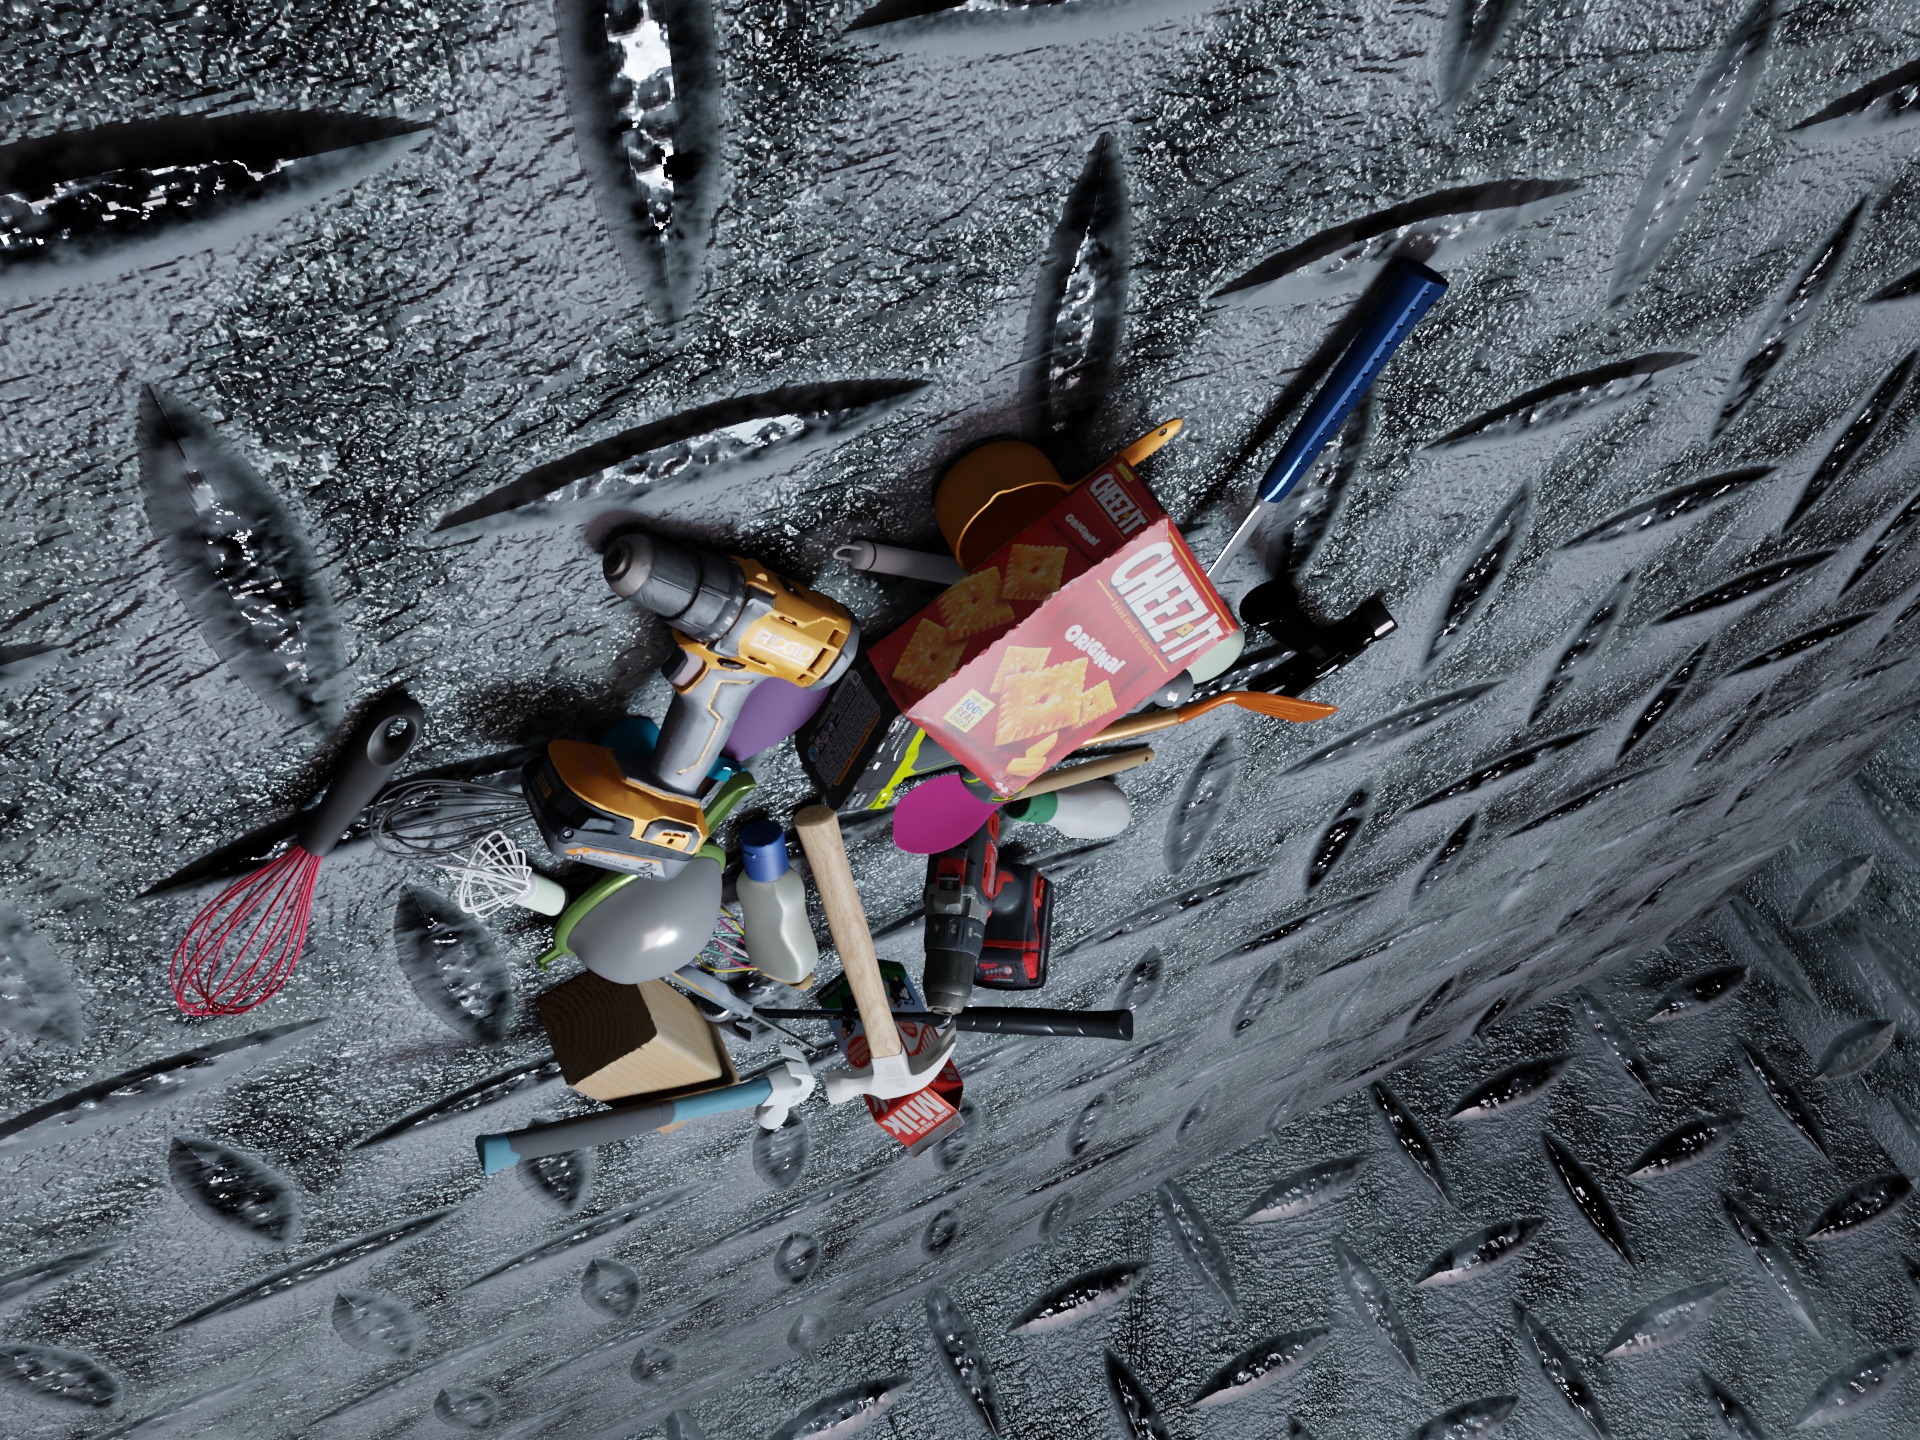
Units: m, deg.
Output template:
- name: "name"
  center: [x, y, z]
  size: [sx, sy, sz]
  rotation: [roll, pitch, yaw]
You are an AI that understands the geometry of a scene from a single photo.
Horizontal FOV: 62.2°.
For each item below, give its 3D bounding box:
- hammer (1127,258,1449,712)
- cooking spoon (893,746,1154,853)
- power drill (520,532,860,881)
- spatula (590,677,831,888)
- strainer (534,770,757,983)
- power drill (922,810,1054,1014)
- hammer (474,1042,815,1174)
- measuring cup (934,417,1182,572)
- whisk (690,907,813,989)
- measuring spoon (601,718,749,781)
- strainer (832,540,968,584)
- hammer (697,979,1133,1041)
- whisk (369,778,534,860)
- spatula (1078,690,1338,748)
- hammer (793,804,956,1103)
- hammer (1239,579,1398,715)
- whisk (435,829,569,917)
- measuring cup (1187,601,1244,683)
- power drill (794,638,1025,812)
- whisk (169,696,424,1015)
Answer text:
- name: "hammer"
  center: [0.220, -0.157, 1.177]
  size: [0.144, 0.035, 0.405]
  rotation: [-9, 140, -47]
- name: "cooking spoon"
  center: [0.062, 0.059, 1.409]
  size: [0.318, 0.017, 0.068]
  rotation: [-13, 113, -40]
- name: "power drill"
  center: [-0.194, -0.012, 1.026]
  size: [0.185, 0.084, 0.226]
  rotation: [23, 112, -46]
- name: "spatula"
  center: [-0.202, 0.057, 1.206]
  size: [0.059, 0.018, 0.316]
  rotation: [22, 123, -41]
- name: "strainer"
  center: [-0.213, 0.134, 1.235]
  size: [0.151, 0.069, 0.256]
  rotation: [-13, 154, -47]
- name: "power drill"
  center: [0.019, 0.191, 1.457]
  size: [0.080, 0.188, 0.226]
  rotation: [1, 159, 17]
- name: "hammer"
  center: [-0.272, 0.351, 1.411]
  size: [0.331, 0.033, 0.128]
  rotation: [-3, 142, -40]
- name: "measuring cup"
  center: [0.062, -0.166, 1.054]
  size: [0.173, 0.052, 0.095]
  rotation: [-32, 151, 2]
- name: "whisk"
  center: [-0.185, 0.215, 1.456]
  size: [0.051, 0.047, 0.244]
  rotation: [-21, 157, 10]
- name: "measuring spoon"
  center: [-0.200, 0.032, 1.145]
  size: [0.128, 0.021, 0.042]
  rotation: [22, 123, -43]
- name: "strainer"
  center: [0.013, -0.100, 1.130]
  size: [0.258, 0.050, 0.087]
  rotation: [5, 151, -41]
- name: "hammer"
  center: [-0.038, 0.285, 1.516]
  size: [0.409, 0.036, 0.149]
  rotation: [2, 159, 0]
- name: "whisk"
  center: [-0.290, 0.057, 1.104]
  size: [0.239, 0.055, 0.055]
  rotation: [-8, 145, -40]
- name: "spatula"
  center: [0.169, 0.010, 1.398]
  size: [0.322, 0.041, 0.081]
  rotation: [-12, 174, -10]
- name: "hammer"
  center: [-0.087, 0.209, 1.394]
  size: [0.130, 0.031, 0.331]
  rotation: [-10, 124, 3]
- name: "hammer"
  center: [0.284, -0.070, 1.352]
  size: [0.146, 0.035, 0.334]
  rotation: [-36, 163, 15]
- name: "whisk"
  center: [-0.312, 0.116, 1.120]
  size: [0.059, 0.058, 0.246]
  rotation: [11, 168, 1]
- name: "measuring cup"
  center: [0.172, -0.059, 1.332]
  size: [0.167, 0.038, 0.083]
  rotation: [-7, 144, -39]
- name: "power drill"
  center: [-0.002, -0.004, 1.234]
  size: [0.223, 0.080, 0.171]
  rotation: [-4, 138, -43]
- name: "whisk"
  center: [-0.426, 0.093, 1.029]
  size: [0.073, 0.073, 0.295]
  rotation: [13, 124, -51]
